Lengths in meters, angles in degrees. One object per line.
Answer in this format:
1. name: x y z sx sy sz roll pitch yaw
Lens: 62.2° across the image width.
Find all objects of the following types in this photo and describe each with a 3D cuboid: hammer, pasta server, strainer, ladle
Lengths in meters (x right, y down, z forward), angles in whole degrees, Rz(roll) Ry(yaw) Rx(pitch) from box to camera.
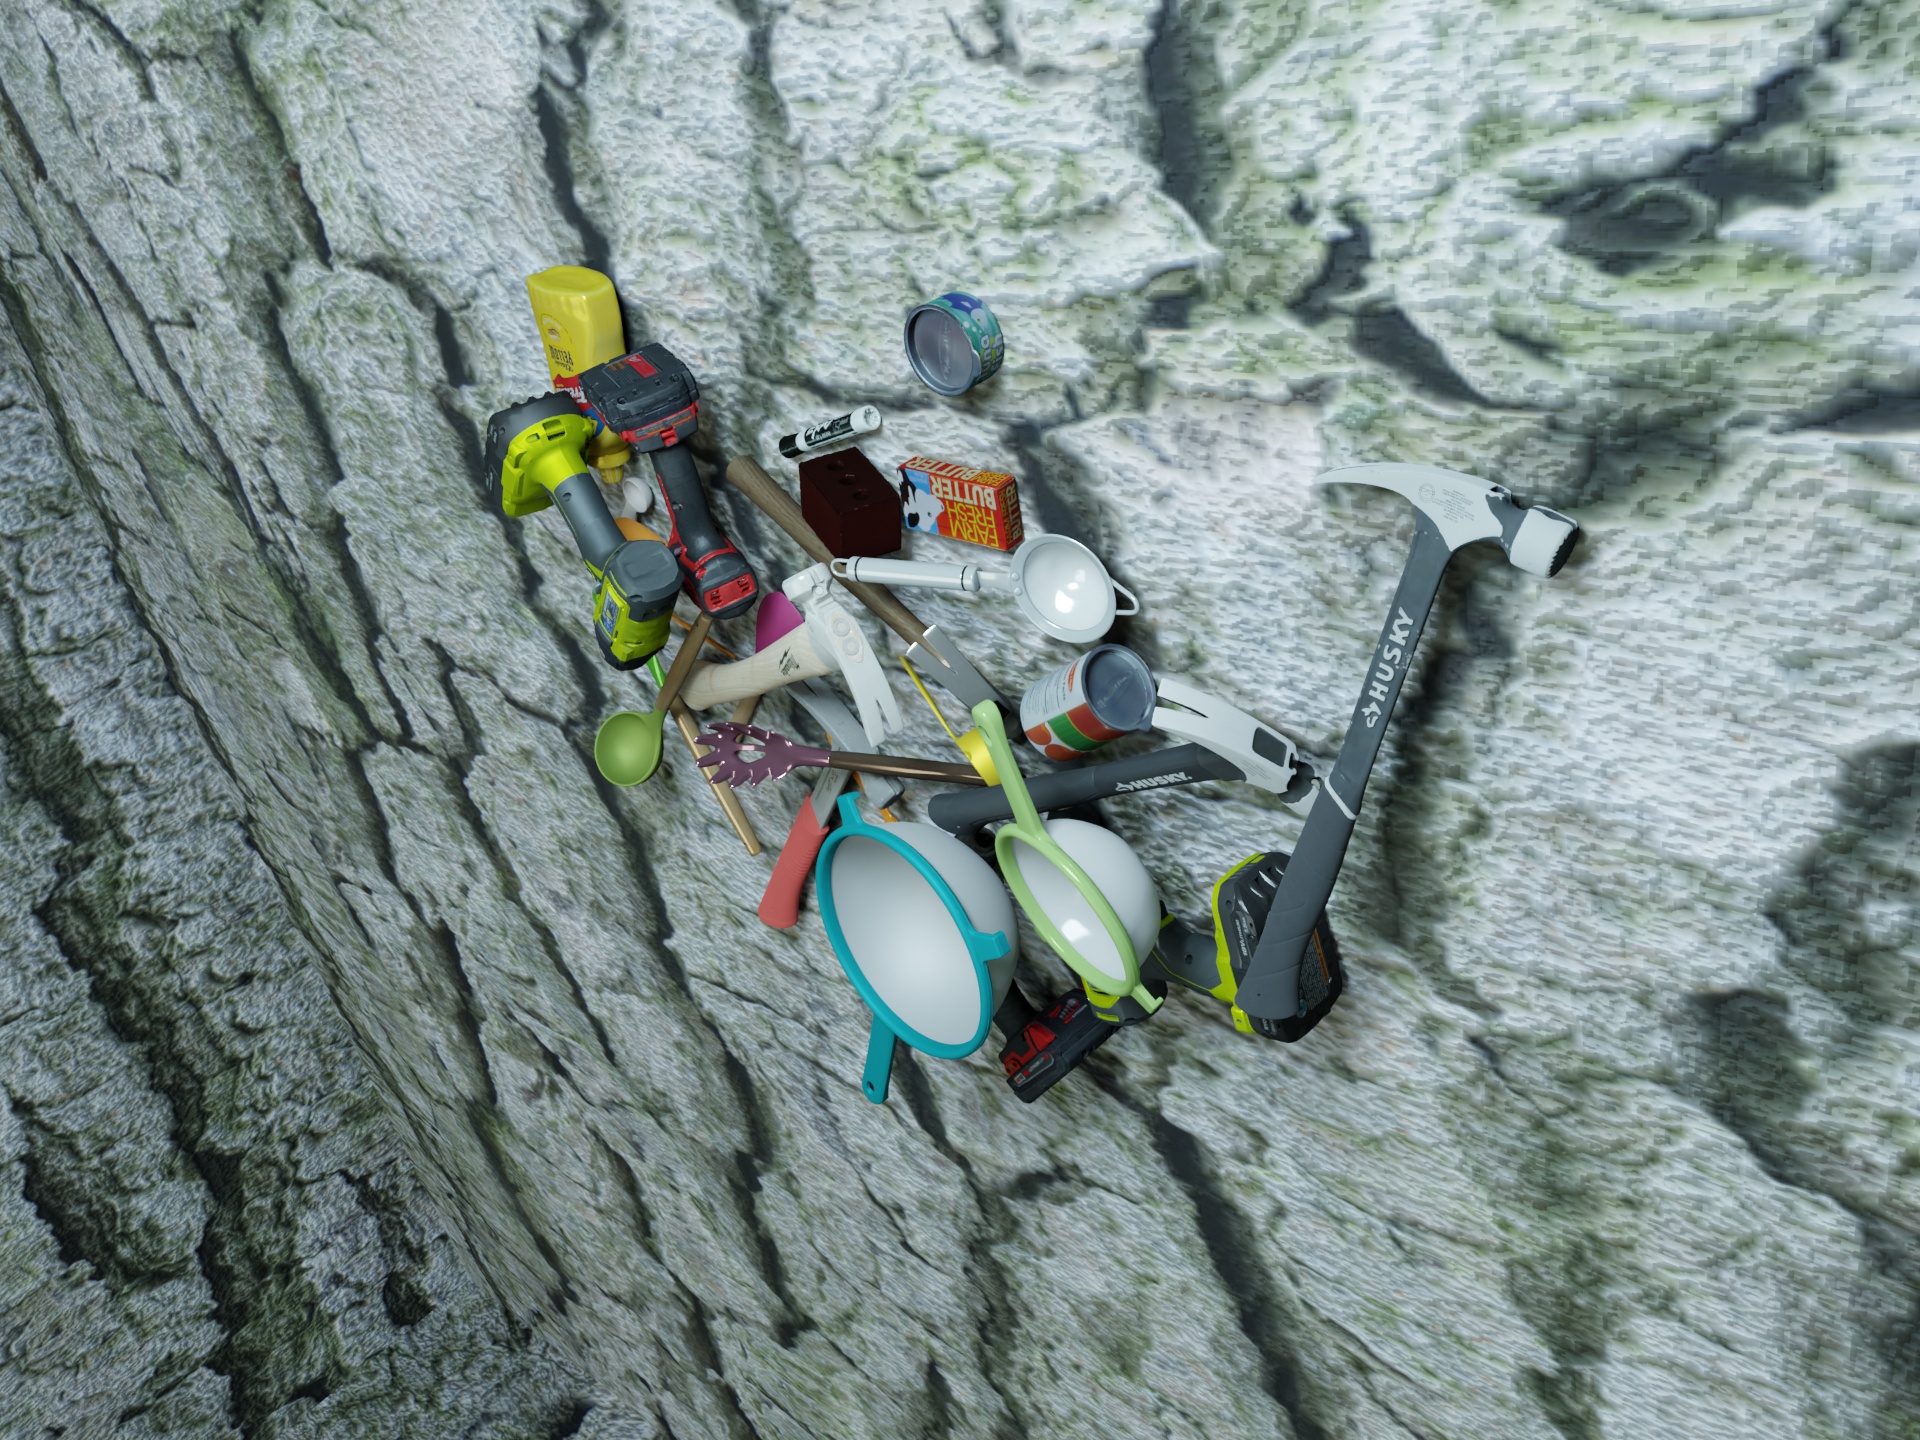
1. hammer: -0.169 -0.034 1.397 0.146 0.038 0.411 63 155 -8
2. hammer: 0.240 0.030 0.996 0.149 0.036 0.408 31 126 28
3. hammer: -0.153 0.101 1.552 0.149 0.037 0.359 49 145 15
4. pasta server: -0.091 0.038 1.375 0.316 0.040 0.060 6 105 27
5. hammer: 0.091 0.044 1.161 0.146 0.035 0.335 33 150 -32
6. strainer: 0.017 -0.105 1.158 0.258 0.050 0.086 7 125 26
7. ladle: -0.291 -0.023 1.523 0.078 0.062 0.320 64 149 14
8. strainer: 0.078 0.079 1.131 0.152 0.069 0.256 27 146 55
9. hammer: -0.080 -0.110 1.276 0.331 0.031 0.130 44 -179 24
10. strainer: -0.029 0.210 1.354 0.211 0.095 0.340 41 141 27

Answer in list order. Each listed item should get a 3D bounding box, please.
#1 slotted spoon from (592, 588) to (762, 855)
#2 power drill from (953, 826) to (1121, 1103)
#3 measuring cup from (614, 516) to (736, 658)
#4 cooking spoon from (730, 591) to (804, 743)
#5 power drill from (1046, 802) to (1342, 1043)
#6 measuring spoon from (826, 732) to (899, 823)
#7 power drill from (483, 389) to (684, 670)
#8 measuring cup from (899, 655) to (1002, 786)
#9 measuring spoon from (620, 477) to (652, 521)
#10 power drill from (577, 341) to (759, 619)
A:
1. slotted spoon: -0.281 -0.002 1.606 0.070 0.031 0.314 -25 95 55
2. power drill: 0.038 0.208 1.403 0.227 0.080 0.187 49 144 11
3. measuring cup: -0.268 -0.126 1.499 0.173 0.052 0.095 37 171 -20
4. cooking spoon: -0.203 -0.020 1.531 0.069 0.017 0.318 50 144 13
5. power drill: 0.163 0.151 1.214 0.228 0.080 0.190 1 114 50
6. measuring spoon: -0.092 0.059 1.477 0.117 0.011 0.021 55 144 -1
7. power drill: -0.324 -0.156 1.375 0.223 0.080 0.171 57 150 13
8. measuring cup: -0.002 -0.004 1.307 0.157 0.029 0.062 55 180 28
9. measuring spoon: -0.311 -0.195 1.520 0.034 0.018 0.124 48 150 6
10. power drill: -0.246 -0.203 1.370 0.143 0.078 0.219 45 157 55
